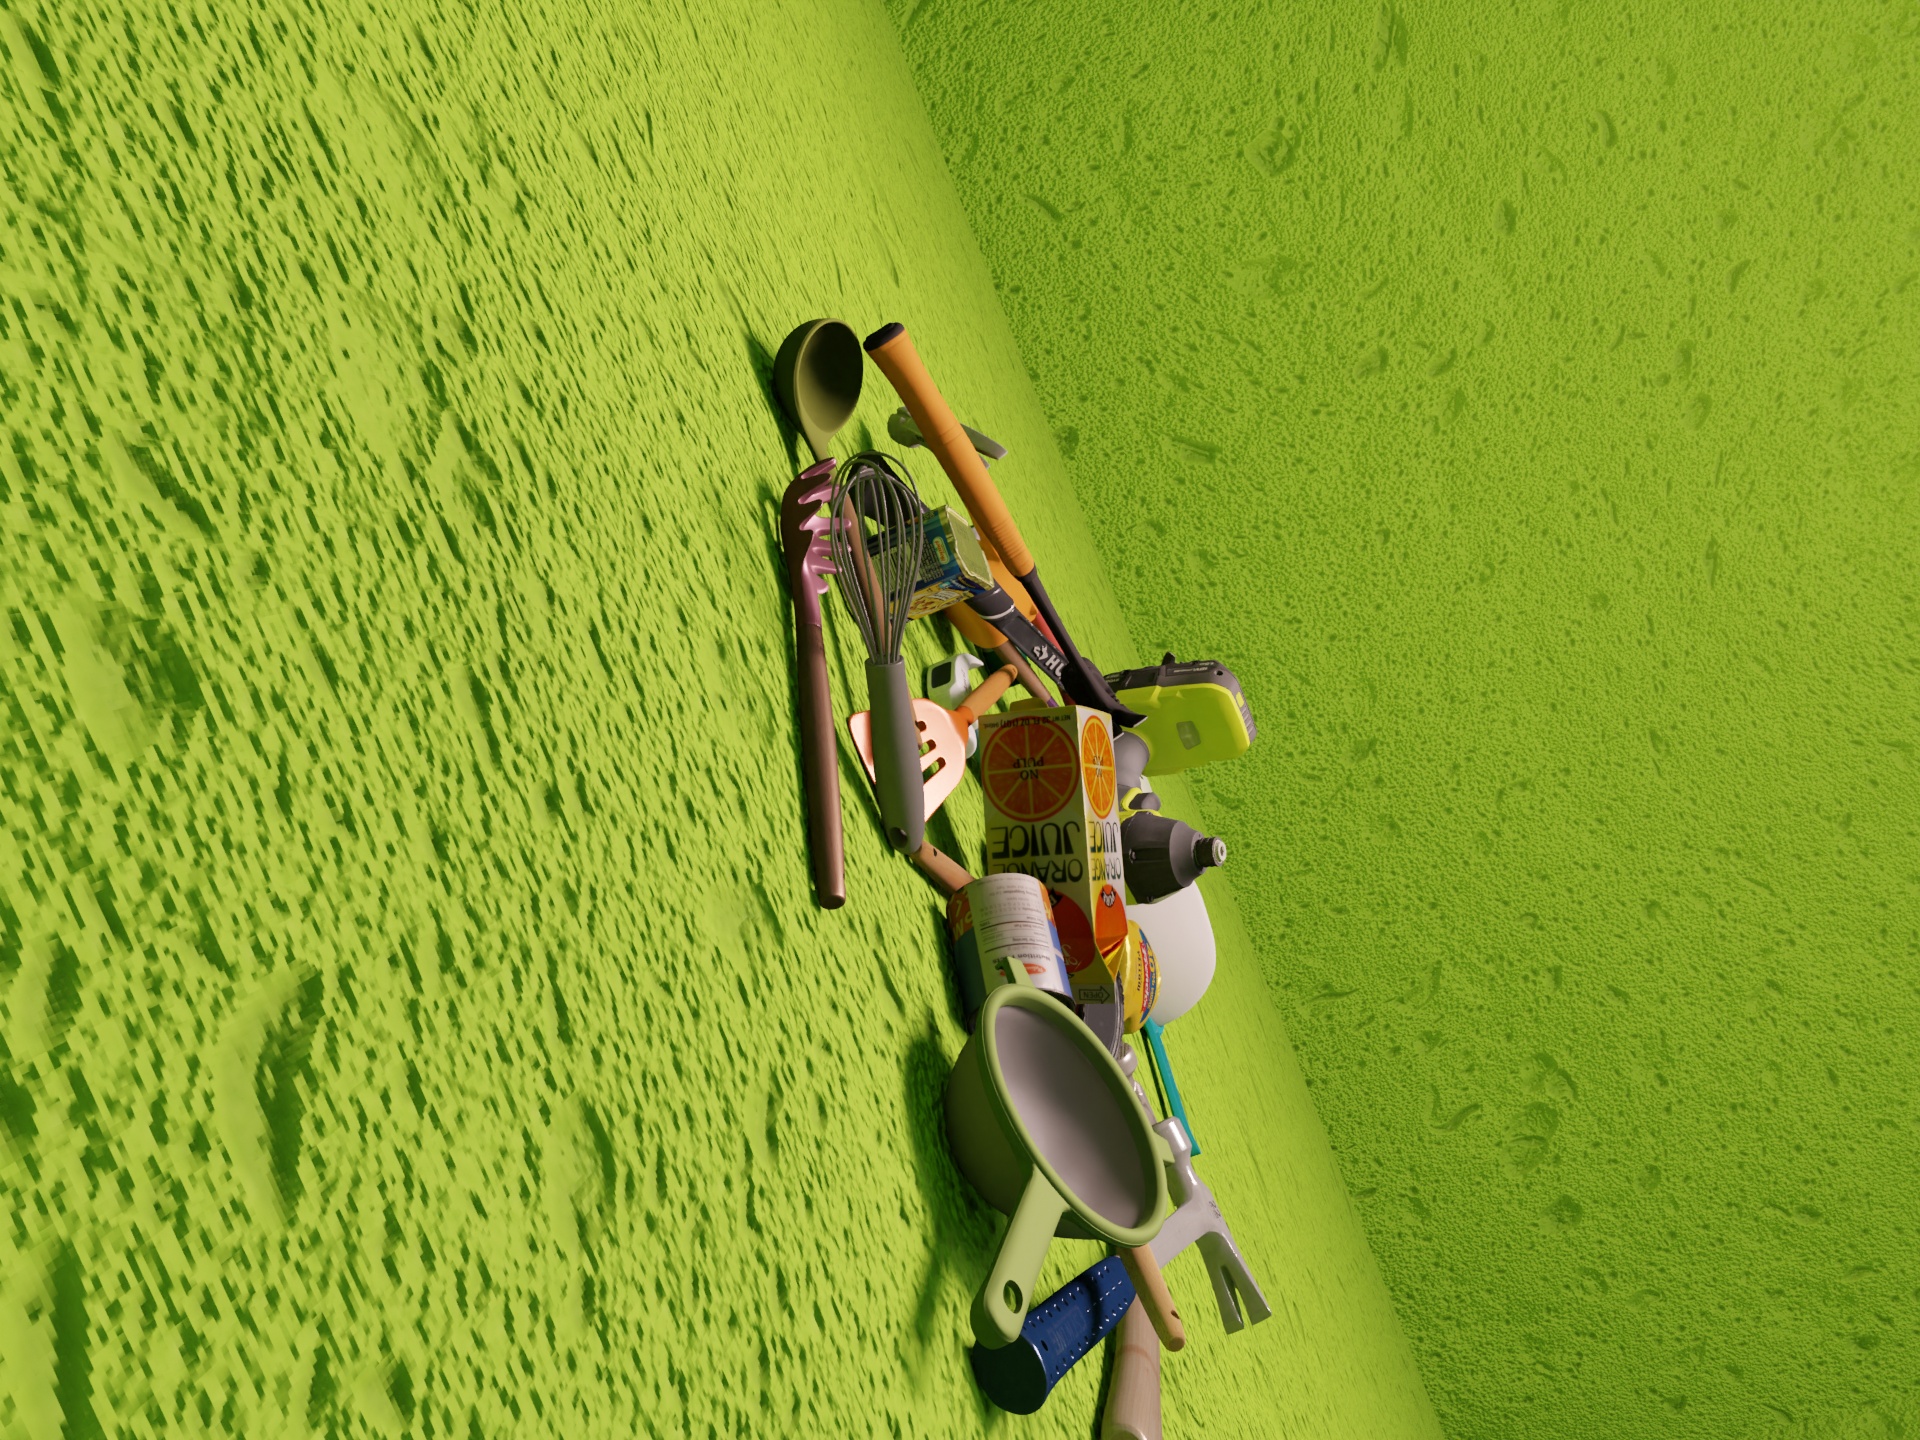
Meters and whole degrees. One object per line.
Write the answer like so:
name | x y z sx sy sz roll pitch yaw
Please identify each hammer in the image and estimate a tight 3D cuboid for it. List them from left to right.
hammer | 0.030 -0.133 1.142 0.336 0.034 0.127 57 0 -22
hammer | 0.044 -0.082 1.264 0.408 0.149 0.036 41 2 -42
hammer | 0.049 0.073 1.275 0.128 0.033 0.330 -97 163 -46
hammer | 0.057 -0.110 1.355 0.149 0.037 0.358 36 -17 51
hammer | 0.100 0.326 0.922 0.144 0.035 0.405 63 16 15
hammer | 0.122 0.376 1.067 0.411 0.038 0.146 -71 140 -72

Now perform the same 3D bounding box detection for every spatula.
spatula | -0.002 -0.003 1.089 0.081 0.041 0.322 62 16 -4
spatula | 0.062 -0.037 1.416 0.315 0.018 0.060 50 -22 -26

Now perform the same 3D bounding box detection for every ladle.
ladle | -0.061 -0.125 1.013 0.078 0.062 0.320 39 29 -59
ladle | 0.080 0.257 0.931 0.069 0.031 0.316 31 11 -18

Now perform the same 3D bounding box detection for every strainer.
strainer | 0.027 0.236 0.797 0.151 0.069 0.256 51 22 -4
strainer | 0.212 0.252 1.553 0.210 0.095 0.341 54 17 -52

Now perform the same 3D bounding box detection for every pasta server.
pasta server | -0.074 -0.030 0.874 0.060 0.040 0.317 78 2 -49

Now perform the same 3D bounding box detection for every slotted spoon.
slotted spoon | 0.030 0.138 1.086 0.313 0.031 0.070 47 29 -58

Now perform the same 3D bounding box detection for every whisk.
whisk | -0.039 -0.032 0.892 0.055 0.055 0.238 -82 168 -67

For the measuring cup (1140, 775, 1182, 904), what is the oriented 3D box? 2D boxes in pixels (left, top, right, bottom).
measuring cup | 0.142 0.088 1.299 0.083 0.038 0.168 48 19 -22

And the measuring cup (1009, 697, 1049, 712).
measuring cup | 0.075 0.056 1.263 0.062 0.029 0.156 3 69 -76

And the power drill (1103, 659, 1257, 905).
power drill | 0.137 0.051 1.188 0.080 0.171 0.223 64 36 -27

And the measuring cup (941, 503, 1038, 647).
measuring cup | 0.006 -0.121 1.280 0.095 0.052 0.173 44 -10 29
